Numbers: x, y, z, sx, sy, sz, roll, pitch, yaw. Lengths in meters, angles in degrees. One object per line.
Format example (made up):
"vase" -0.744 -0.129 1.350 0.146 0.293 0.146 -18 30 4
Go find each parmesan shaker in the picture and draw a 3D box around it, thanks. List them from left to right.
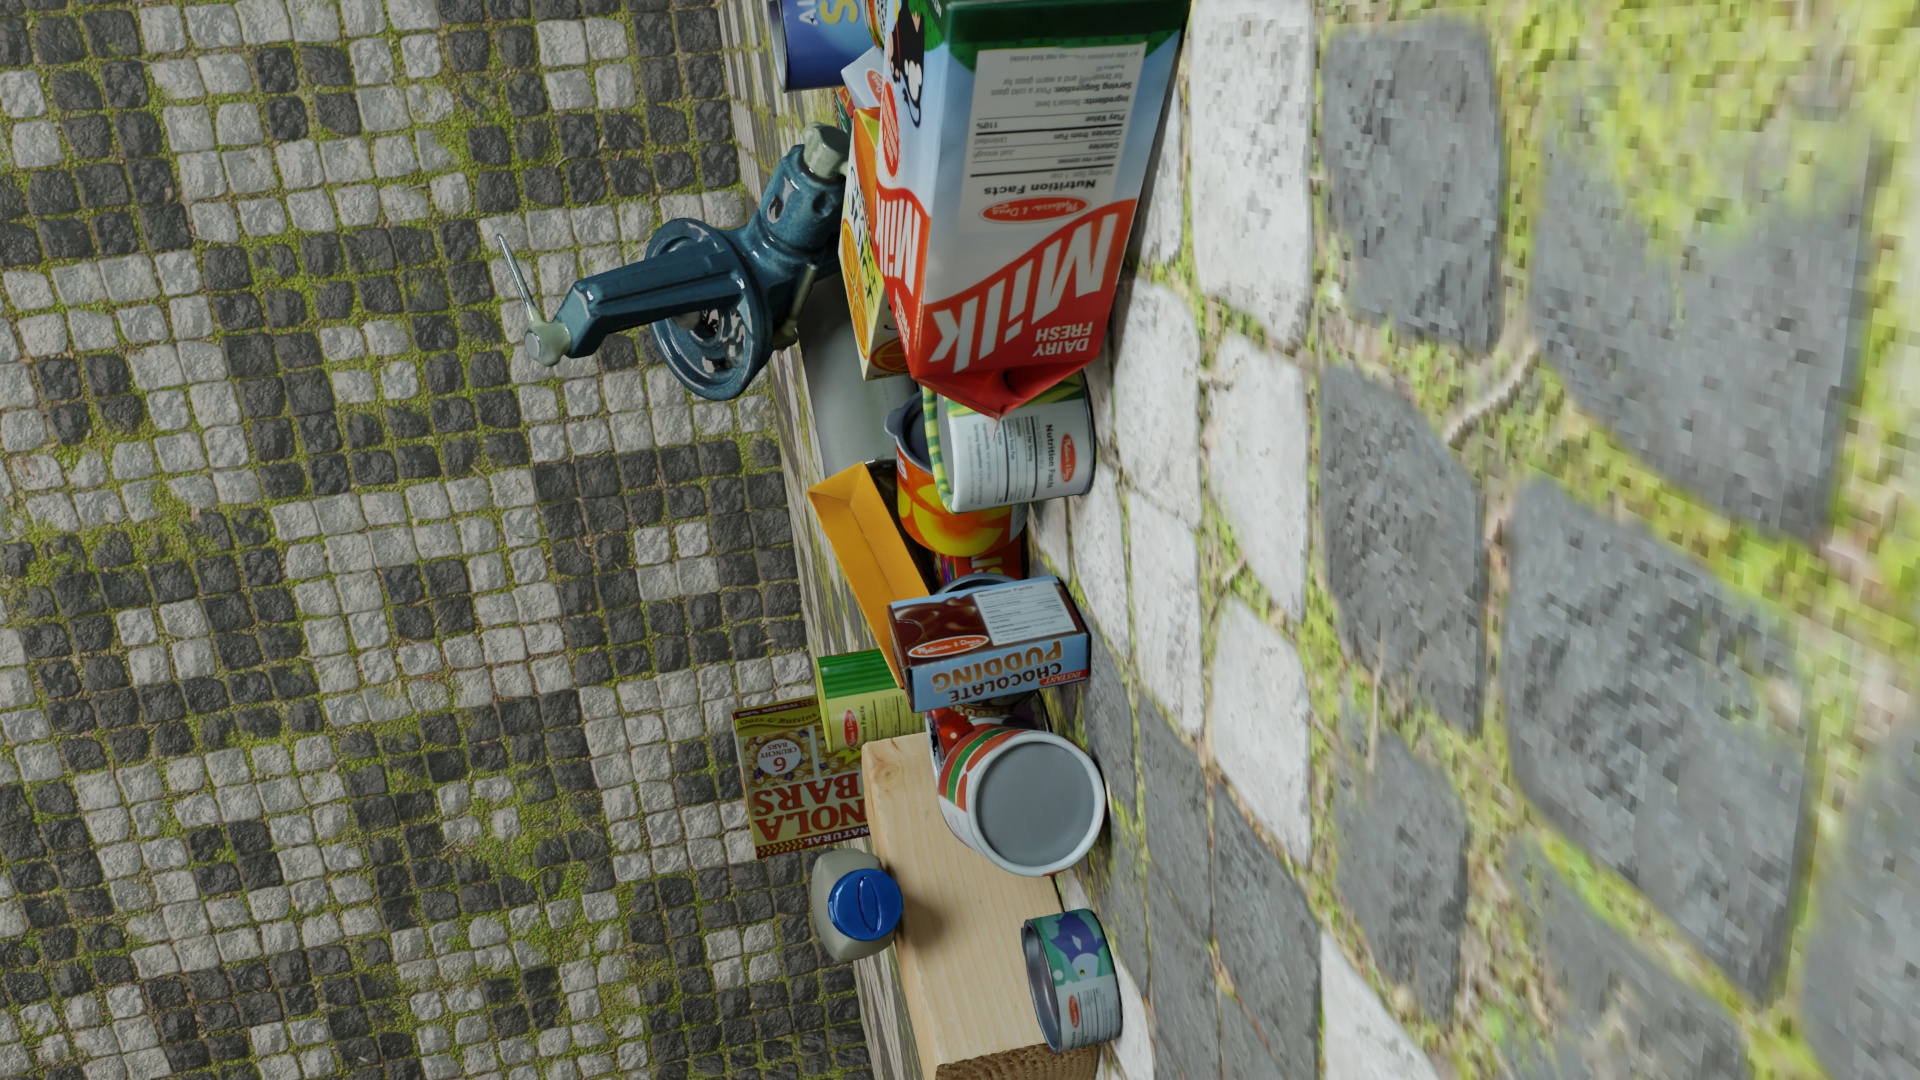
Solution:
"parmesan shaker" -0.044 0.106 0.954 0.071 0.103 0.071 173 88 -80

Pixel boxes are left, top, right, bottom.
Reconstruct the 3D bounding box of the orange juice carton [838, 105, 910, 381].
"orange juice carton" -0.010 -0.139 0.621 0.192 0.072 0.073 123 136 -76

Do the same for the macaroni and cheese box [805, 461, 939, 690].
"macaroni and cheese box" -0.036 0.028 0.832 0.124 0.040 0.166 64 -179 9

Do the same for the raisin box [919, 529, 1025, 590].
"raisin box" 0.003 -0.010 0.768 0.124 0.040 0.085 -115 18 -61

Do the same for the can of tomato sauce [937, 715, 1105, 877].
"can of tomato sauce" 0.029 0.121 0.666 0.083 0.071 0.071 148 112 -79

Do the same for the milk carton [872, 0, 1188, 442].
"milk carton" 0.013 -0.121 0.476 0.189 0.073 0.072 99 159 -52

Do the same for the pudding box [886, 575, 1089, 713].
"pudding box" 0.012 0.046 0.632 0.050 0.084 0.030 -114 17 -54

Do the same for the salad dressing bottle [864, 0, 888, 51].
"salad dressing bottle" -0.009 -0.229 0.615 0.148 0.044 0.064 -119 14 -63

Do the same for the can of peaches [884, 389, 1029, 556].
"can of peaches" 0.000 -0.035 0.668 0.057 0.071 0.071 91 166 -50

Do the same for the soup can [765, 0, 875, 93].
"soup can" -0.056 -0.275 0.726 0.071 0.084 0.071 173 88 -80

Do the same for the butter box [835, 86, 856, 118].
"butter box" -0.071 -0.319 0.864 0.104 0.024 0.053 65 151 19

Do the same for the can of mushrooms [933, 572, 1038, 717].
"can of mushrooms" 0.011 0.054 0.688 0.033 0.071 0.071 98 161 -61

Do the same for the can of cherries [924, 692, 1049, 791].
"can of cherries" 0.016 0.114 0.749 0.071 0.058 0.071 173 88 -81

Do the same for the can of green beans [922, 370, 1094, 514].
"can of green beans" 0.019 -0.047 0.583 0.071 0.058 0.071 173 88 -80

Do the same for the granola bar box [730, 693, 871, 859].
"granola bar box" -0.086 0.174 1.073 0.039 0.166 0.123 -116 20 -56

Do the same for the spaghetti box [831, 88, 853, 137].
"spaghetti box" -0.074 -0.338 0.932 0.050 0.029 0.249 -130 32 -70

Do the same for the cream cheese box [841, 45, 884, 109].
"cream cheese box" -0.026 -0.193 0.683 0.053 0.024 0.103 57 -179 13

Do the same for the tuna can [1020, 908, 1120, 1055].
"tuna can" 0.055 0.219 0.698 0.071 0.033 0.071 173 88 -80

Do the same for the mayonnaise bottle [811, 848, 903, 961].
"mayonnaise bottle" -0.058 0.203 0.775 0.147 0.041 0.065 124 135 -73
